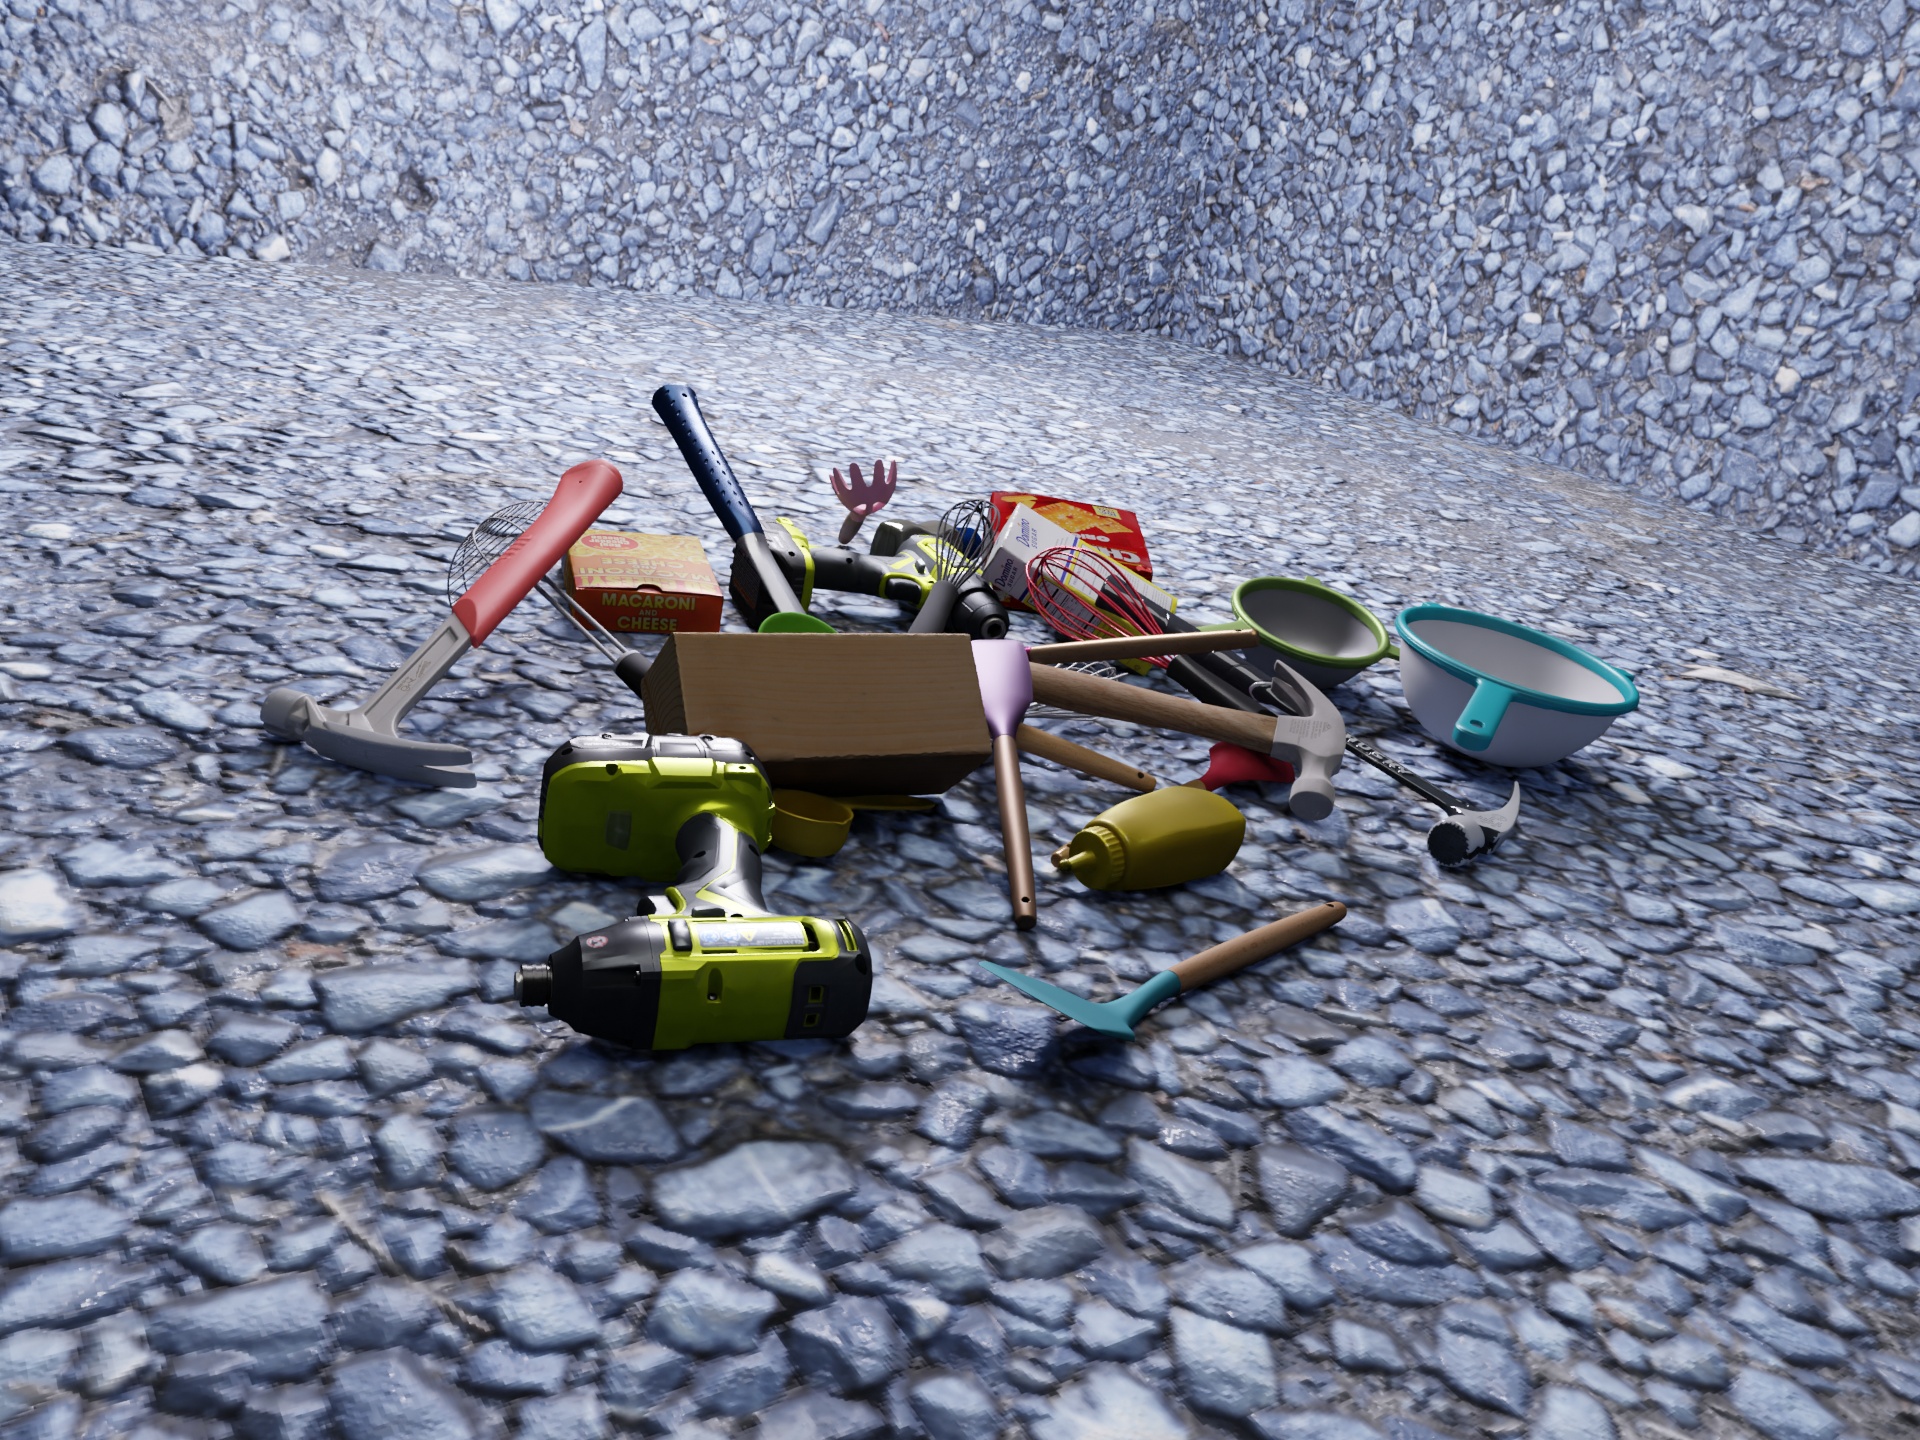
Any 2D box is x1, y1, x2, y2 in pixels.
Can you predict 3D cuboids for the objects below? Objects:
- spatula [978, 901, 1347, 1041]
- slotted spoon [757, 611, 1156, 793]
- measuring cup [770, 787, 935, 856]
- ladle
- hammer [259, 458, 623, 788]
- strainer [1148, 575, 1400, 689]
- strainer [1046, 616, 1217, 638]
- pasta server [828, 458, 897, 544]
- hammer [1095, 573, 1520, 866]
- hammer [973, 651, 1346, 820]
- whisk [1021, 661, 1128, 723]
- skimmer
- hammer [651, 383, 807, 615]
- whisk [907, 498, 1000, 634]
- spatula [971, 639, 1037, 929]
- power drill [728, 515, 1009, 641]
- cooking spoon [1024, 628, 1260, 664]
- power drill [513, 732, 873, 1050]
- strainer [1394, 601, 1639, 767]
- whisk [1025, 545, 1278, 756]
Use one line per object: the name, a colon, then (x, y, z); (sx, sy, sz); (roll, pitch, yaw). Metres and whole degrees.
spatula: (0.140, 0.136, 0.919); (0.082, 0.044, 0.317); (23, 23, 39)
slotted spoon: (-0.002, -0.004, 1.161); (0.313, 0.031, 0.070); (20, 54, -8)
measuring cup: (-0.069, 0.066, 1.040); (0.062, 0.029, 0.156); (24, 13, 34)
ladle: (0.158, 0.057, 1.156); (0.069, 0.031, 0.315); (25, 27, 31)
hammer: (-0.325, -0.085, 1.131); (0.149, 0.036, 0.359); (13, 40, 11)
strainer: (0.271, -0.062, 1.453); (0.256, 0.069, 0.152); (-8, 39, -29)
strainer: (0.168, -0.096, 1.527); (0.258, 0.050, 0.087); (9, 54, -20)
pasta server: (-0.100, -0.200, 1.513); (0.060, 0.040, 0.316); (-9, 0, -8)
hammer: (0.268, -0.015, 1.291); (0.409, 0.036, 0.149); (36, 29, 31)
hammer: (0.122, -0.016, 1.193); (0.331, 0.031, 0.130); (13, 46, 10)
whisk: (0.047, -0.008, 1.244); (0.059, 0.058, 0.246); (-18, 1, 45)
skimmer: (-0.276, -0.061, 1.216); (0.127, 0.090, 0.364); (-43, 58, -12)
hammer: (-0.172, -0.141, 1.296); (0.144, 0.035, 0.406); (-7, 49, -33)
whisk: (-0.016, -0.109, 1.338); (0.055, 0.055, 0.239); (14, 48, 9)
spatula: (0.029, 0.030, 1.080); (0.060, 0.018, 0.316); (-1, 35, -3)
power drill: (-0.078, -0.120, 1.426); (0.228, 0.080, 0.191); (3, 22, -24)
cooking spoon: (0.082, -0.054, 1.270); (0.319, 0.017, 0.069); (-3, 18, 25)
power drill: (-0.157, 0.091, 0.856); (0.171, 0.080, 0.223); (2, 26, -21)
strainer: (0.440, 0.000, 1.329); (0.211, 0.095, 0.340); (23, 25, 19)
whisk: (0.160, -0.055, 1.284); (0.073, 0.073, 0.296); (-13, 43, -45)
